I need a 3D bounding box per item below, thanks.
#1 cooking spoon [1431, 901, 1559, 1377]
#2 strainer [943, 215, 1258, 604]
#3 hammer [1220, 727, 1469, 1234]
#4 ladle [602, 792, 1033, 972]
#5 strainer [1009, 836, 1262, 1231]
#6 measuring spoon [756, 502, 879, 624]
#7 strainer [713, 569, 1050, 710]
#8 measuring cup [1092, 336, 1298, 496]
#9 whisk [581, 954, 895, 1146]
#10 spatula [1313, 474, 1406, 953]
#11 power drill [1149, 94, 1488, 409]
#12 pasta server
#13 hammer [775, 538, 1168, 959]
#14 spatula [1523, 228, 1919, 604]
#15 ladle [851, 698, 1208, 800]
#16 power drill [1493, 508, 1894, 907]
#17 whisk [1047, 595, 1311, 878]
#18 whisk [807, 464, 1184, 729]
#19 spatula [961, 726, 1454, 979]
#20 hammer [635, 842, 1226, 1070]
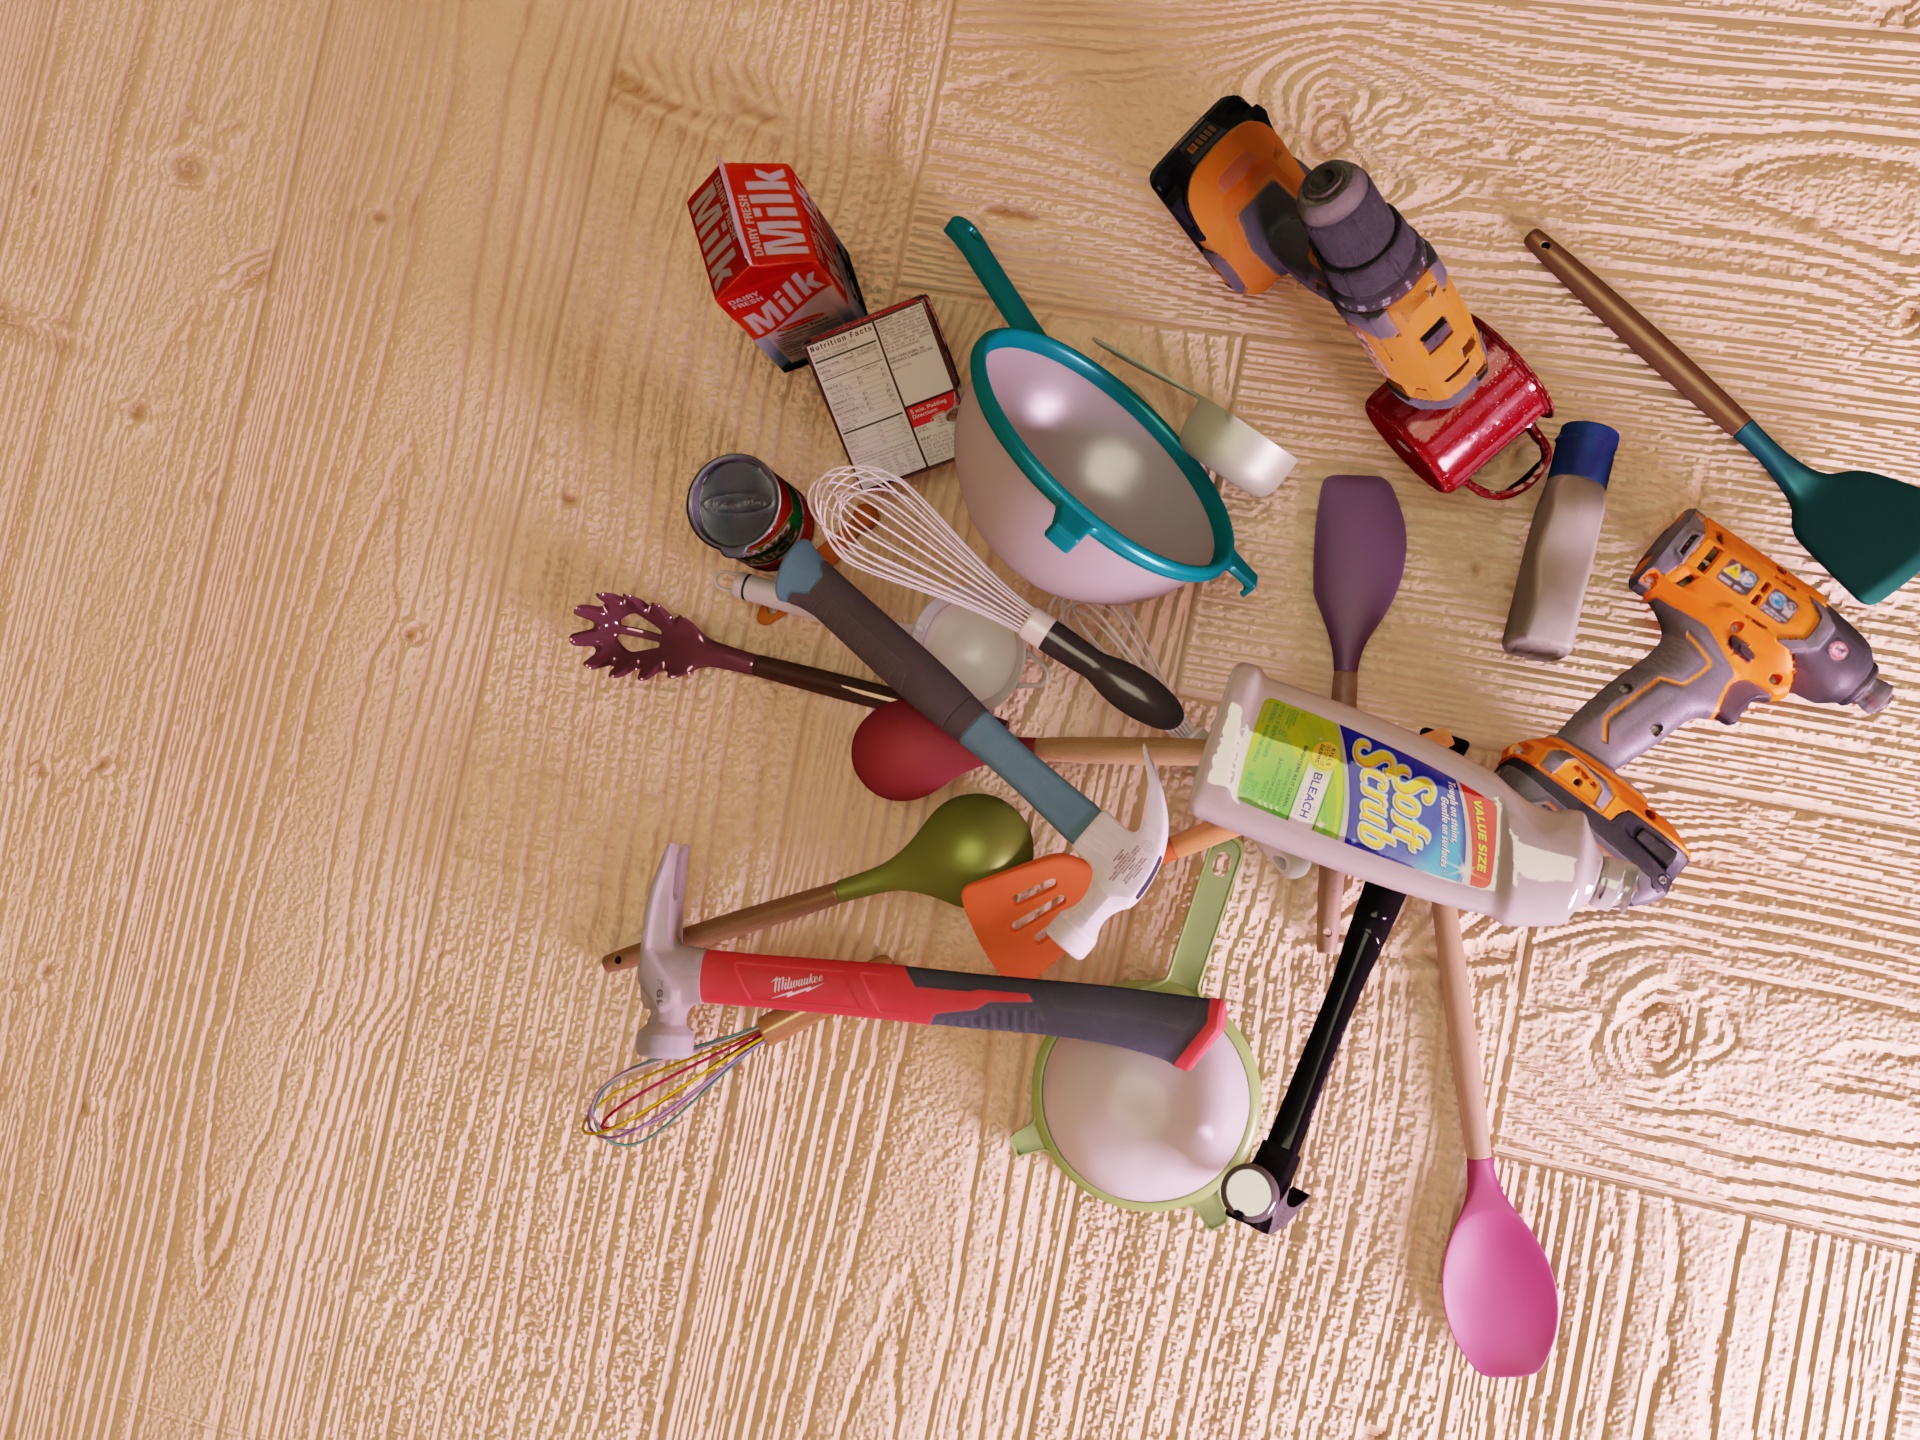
[{"bbox_3d":[0.324,0.249,1.002,0.069,0.017,0.319,-7,84,10],"label":"cooking spoon"},{"bbox_3d":[0.043,-0.194,1.048,0.095,0.210,0.341,-47,55,31],"label":"strainer"},{"bbox_3d":[0.244,0.156,0.988,0.035,0.146,0.335,20,77,23],"label":"hammer"},{"bbox_3d":[-0.102,0.125,1.093,0.320,0.062,0.078,-19,82,16],"label":"ladle"},{"bbox_3d":[0.133,0.194,1.019,0.151,0.069,0.256,18,90,12],"label":"strainer"},{"bbox_3d":[-0.102,-0.110,1.123,0.117,0.011,0.021,-44,78,5],"label":"measuring spoon"},{"bbox_3d":[-0.054,-0.066,1.092,0.258,0.050,0.087,17,99,15],"label":"strainer"},{"bbox_3d":[0.145,-0.202,1.056,0.168,0.083,0.038,37,103,21],"label":"measuring cup"},{"bbox_3d":[-0.152,0.226,1.088,0.245,0.047,0.051,-28,79,4],"label":"whisk"},{"bbox_3d":[0.252,-0.006,1.039,0.060,0.018,0.316,5,85,12],"label":"spatula"},{"bbox_3d":[0.206,-0.295,0.954,0.084,0.185,0.226,-45,47,10],"label":"power drill"},{"bbox_3d":[-0.120,-0.031,1.107,0.316,0.040,0.060,15,100,11],"label":"pasta server"},{"bbox_3d":[-0.002,-0.003,1.027,0.331,0.033,0.128,42,88,19],"label":"hammer"},{"bbox_3d":[0.476,-0.206,1.000,0.082,0.044,0.318,-44,77,8],"label":"spatula"},{"bbox_3d":[0.075,0.020,1.035,0.315,0.031,0.069,0,86,14],"label":"ladle"},{"bbox_3d":[0.444,0.004,0.970,0.164,0.084,0.226,38,89,12],"label":"power drill"},{"bbox_3d":[0.145,0.007,1.047,0.059,0.057,0.246,-37,82,-25],"label":"whisk"},{"bbox_3d":[0.023,-0.078,1.025,0.284,0.070,0.070,34,92,5],"label":"whisk"},{"bbox_3d":[0.158,0.076,1.009,0.322,0.041,0.081,-24,102,15],"label":"spatula"},{"bbox_3d":[-0.024,0.160,1.018,0.386,0.038,0.143,2,83,16],"label":"hammer"}]
